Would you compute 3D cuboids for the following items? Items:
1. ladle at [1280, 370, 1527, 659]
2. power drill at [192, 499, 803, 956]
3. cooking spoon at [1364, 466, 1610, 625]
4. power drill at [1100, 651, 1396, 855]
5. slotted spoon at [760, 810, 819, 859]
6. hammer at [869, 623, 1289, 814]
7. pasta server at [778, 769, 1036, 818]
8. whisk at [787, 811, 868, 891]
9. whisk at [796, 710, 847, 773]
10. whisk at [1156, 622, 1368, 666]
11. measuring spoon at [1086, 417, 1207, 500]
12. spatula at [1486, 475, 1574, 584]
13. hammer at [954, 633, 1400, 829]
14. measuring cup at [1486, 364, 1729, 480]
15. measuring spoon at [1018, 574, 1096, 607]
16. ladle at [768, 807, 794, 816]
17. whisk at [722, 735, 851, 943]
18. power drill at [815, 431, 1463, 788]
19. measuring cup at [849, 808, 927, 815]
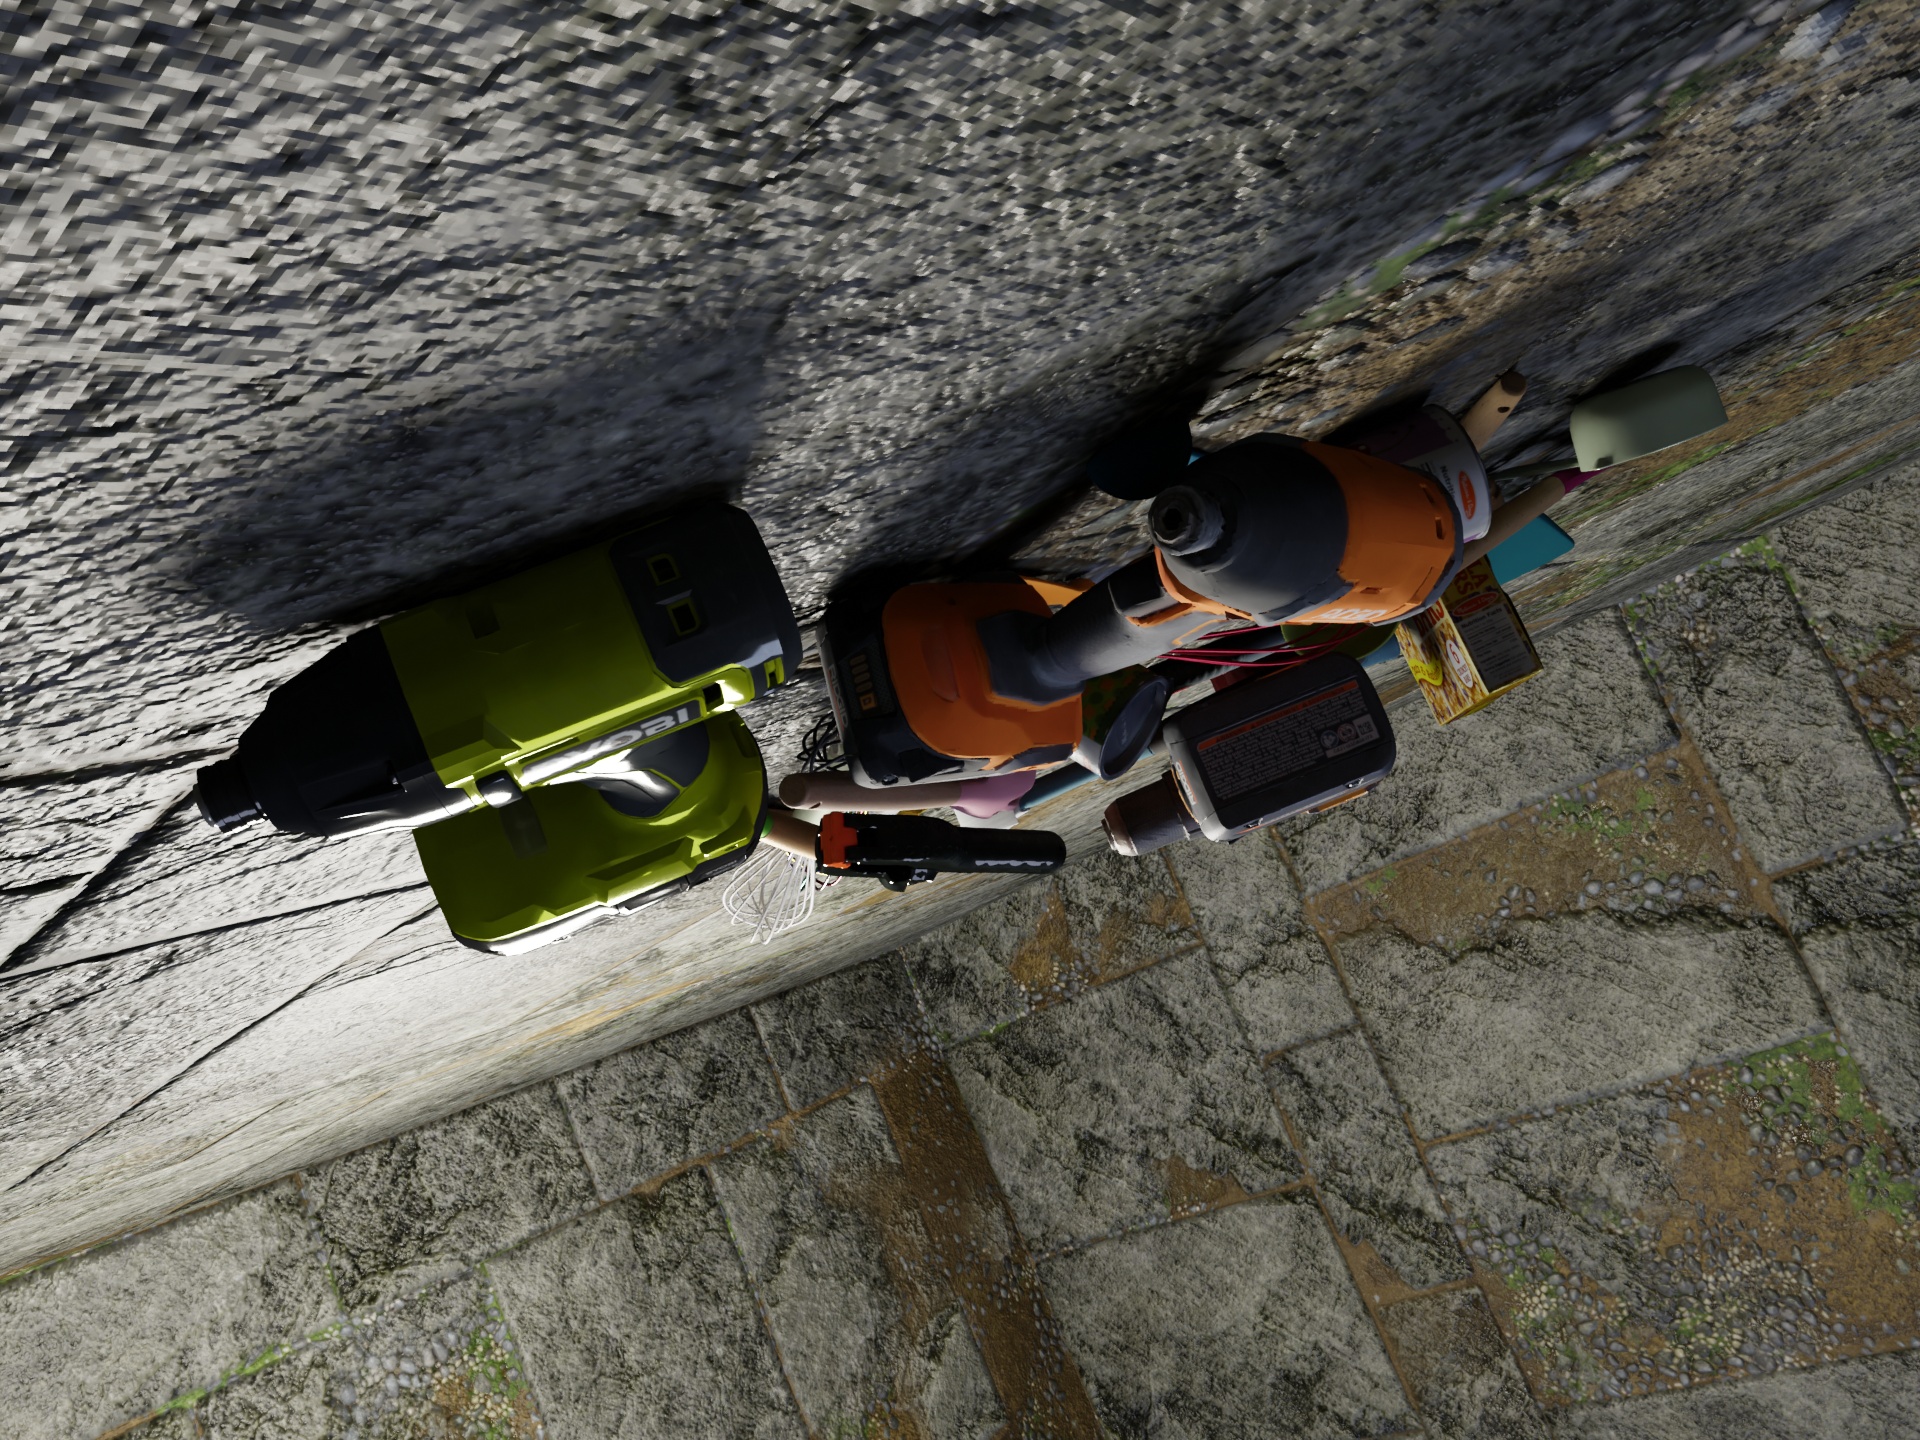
[{"bbox_3d":[0.247,-0.104,0.884,0.078,0.062,0.320,2,165,-3],"label":"ladle"},{"bbox_3d":[-0.142,0.014,0.539,0.171,0.080,0.223,-22,167,-11],"label":"power drill"},{"bbox_3d":[0.328,-0.125,0.915,0.319,0.017,0.069,-32,-178,-32],"label":"cooking spoon"},{"bbox_3d":[0.171,0.033,0.983,0.185,0.084,0.226,-22,171,6],"label":"power drill"},{"bbox_3d":[-0.094,0.058,0.853,0.070,0.031,0.313,-39,159,7],"label":"slotted spoon"},{"bbox_3d":[0.111,-0.014,1.107,0.386,0.038,0.143,-22,172,-12],"label":"hammer"},{"bbox_3d":[-0.019,0.027,0.751,0.060,0.040,0.316,-38,167,13],"label":"pasta server"},{"bbox_3d":[-0.071,0.052,0.989,0.051,0.047,0.245,-39,171,-29],"label":"whisk"},{"bbox_3d":[-0.001,-0.002,0.880,0.239,0.055,0.055,-20,171,-46],"label":"whisk"},{"bbox_3d":[0.098,-0.045,0.842,0.295,0.073,0.073,-15,168,-19],"label":"whisk"},{"bbox_3d":[0.090,-0.095,0.637,0.042,0.021,0.128,-28,168,24],"label":"measuring spoon"},{"bbox_3d":[0.354,-0.126,1.039,0.082,0.044,0.317,-26,172,19],"label":"spatula"},{"bbox_3d":[0.144,0.009,1.099,0.331,0.033,0.128,-25,174,16],"label":"hammer"},{"bbox_3d":[0.348,-0.163,0.891,0.083,0.038,0.167,-23,-172,-21],"label":"measuring cup"},{"bbox_3d":[0.031,-0.063,0.732,0.021,0.011,0.117,-33,164,28],"label":"measuring spoon"},{"bbox_3d":[-0.137,0.060,0.955,0.069,0.031,0.315,-32,172,6],"label":"ladle"},{"bbox_3d":[-0.094,0.071,0.965,0.059,0.058,0.246,16,143,-13],"label":"whisk"},{"bbox_3d":[0.053,-0.041,0.594,0.226,0.084,0.164,-21,169,36],"label":"power drill"},{"bbox_3d":[-0.019,0.044,1.161,0.156,0.029,0.062,-32,-179,8],"label":"measuring cup"}]
